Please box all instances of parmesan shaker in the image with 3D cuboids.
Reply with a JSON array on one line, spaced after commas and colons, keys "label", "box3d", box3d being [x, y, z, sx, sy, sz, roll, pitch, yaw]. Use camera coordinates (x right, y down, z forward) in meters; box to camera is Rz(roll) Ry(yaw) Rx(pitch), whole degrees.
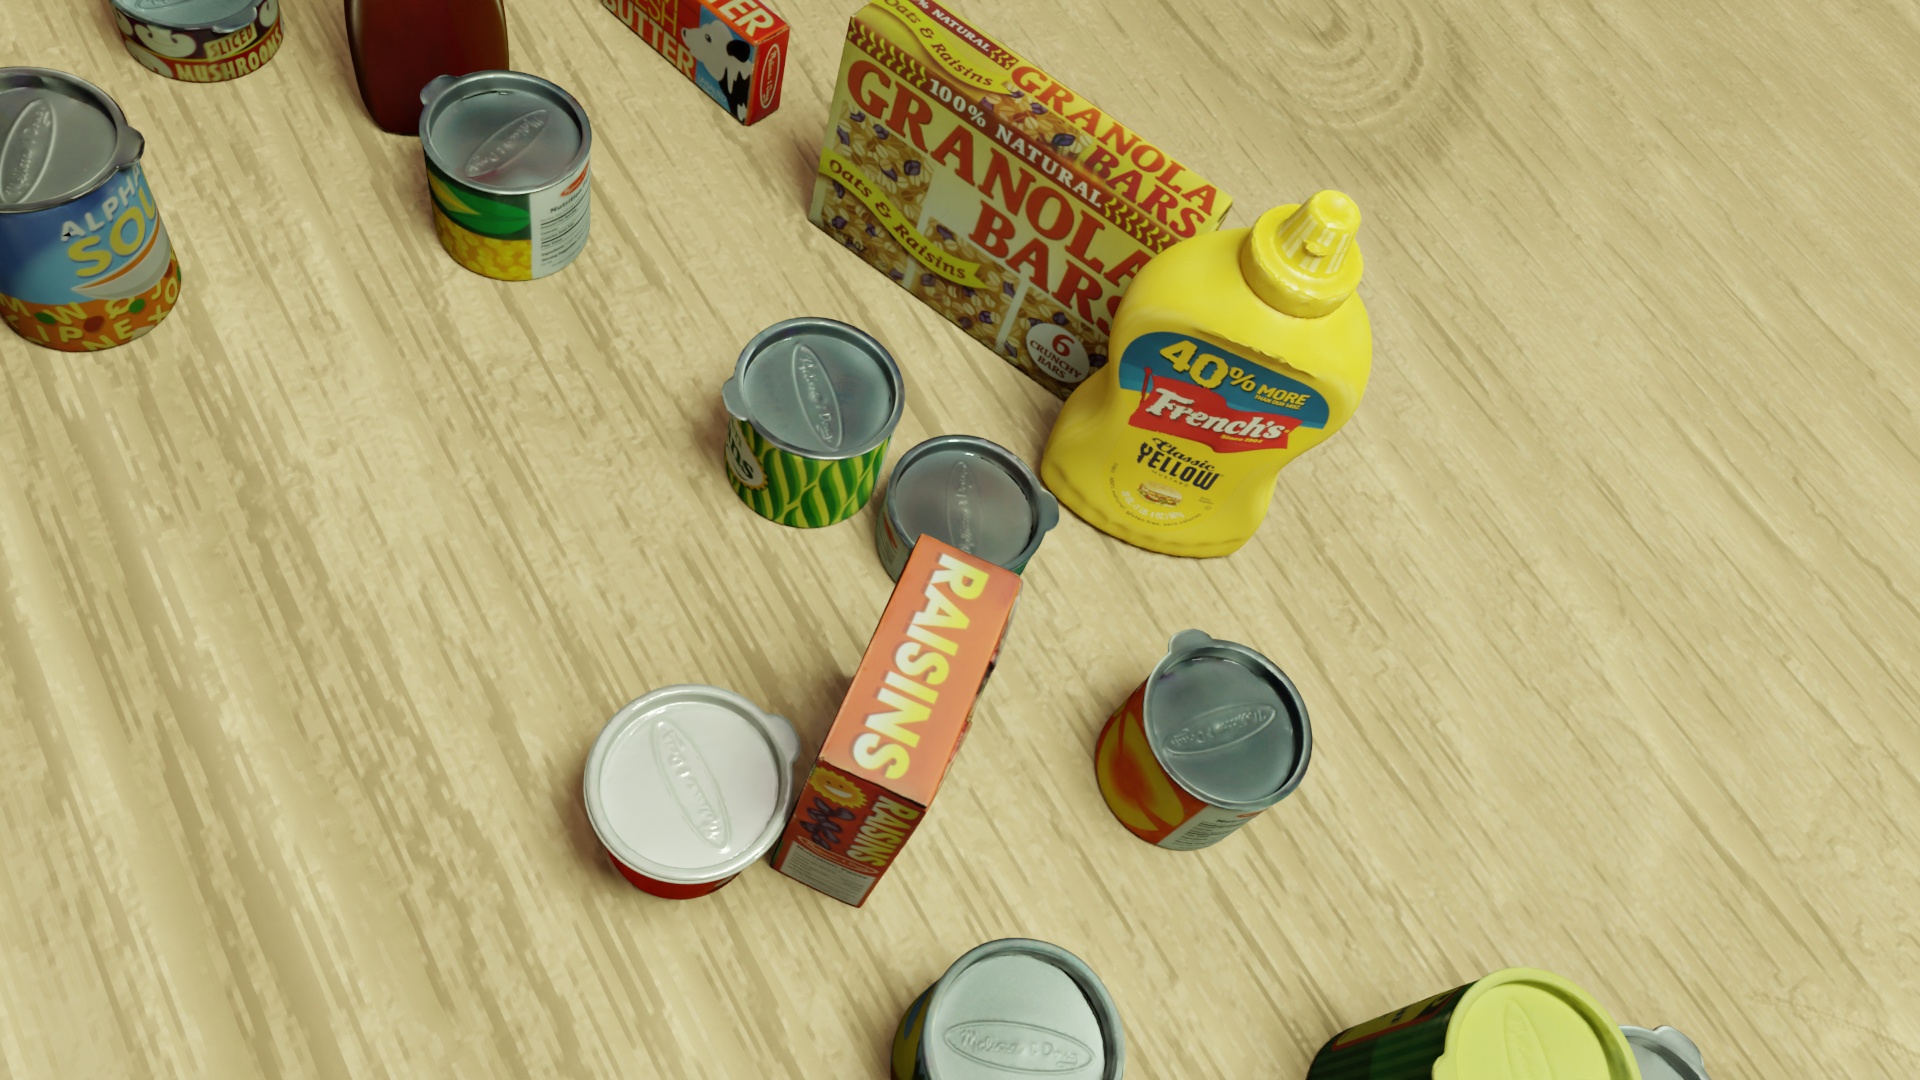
[{"label": "parmesan shaker", "box3d": [0.163, 0.186, 0.462, 0.071, 0.102, 0.071, 6, 61, -11]}]

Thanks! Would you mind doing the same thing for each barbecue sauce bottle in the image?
[{"label": "barbecue sauce bottle", "box3d": [-0.220, -0.233, 0.566, 0.065, 0.147, 0.044, -20, 69, -24]}]

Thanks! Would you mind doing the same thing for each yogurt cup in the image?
[{"label": "yogurt cup", "box3d": [-0.094, 0.090, 0.475, 0.072, 0.053, 0.073, 6, 60, -11]}]

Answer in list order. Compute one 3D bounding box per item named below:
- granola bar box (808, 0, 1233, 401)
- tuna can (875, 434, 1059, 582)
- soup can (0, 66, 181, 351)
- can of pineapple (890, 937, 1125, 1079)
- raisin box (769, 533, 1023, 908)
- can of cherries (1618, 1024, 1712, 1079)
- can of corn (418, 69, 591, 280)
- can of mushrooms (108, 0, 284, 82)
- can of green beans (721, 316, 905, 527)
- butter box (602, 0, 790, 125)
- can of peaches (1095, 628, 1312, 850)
[{"label": "granola bar box", "box3d": [0.019, -0.141, 0.593, 0.165, 0.123, 0.039, 36, 59, 6]}, {"label": "tuna can", "box3d": [0.002, -0.007, 0.567, 0.071, 0.032, 0.071, 6, 60, -11]}, {"label": "soup can", "box3d": [-0.329, -0.119, 0.511, 0.071, 0.083, 0.071, 6, 61, -11]}, {"label": "can of pineapple", "box3d": [0.013, 0.171, 0.456, 0.071, 0.057, 0.071, 6, 60, -11]}, {"label": "raisin box", "box3d": [-0.024, 0.065, 0.467, 0.040, 0.122, 0.086, 25, 59, -1]}, {"label": "can of cherries", "box3d": [0.227, 0.209, 0.492, 0.071, 0.058, 0.072, 6, 60, -11]}, {"label": "can of corn", "box3d": [-0.191, -0.153, 0.582, 0.071, 0.058, 0.071, 6, 60, -11]}, {"label": "can of mushrooms", "box3d": [-0.331, -0.232, 0.603, 0.071, 0.033, 0.071, 6, 60, -11]}, {"label": "can of green beans", "box3d": [-0.060, -0.046, 0.558, 0.071, 0.057, 0.071, 6, 60, -11]}, {"label": "butter box", "box3d": [-0.127, -0.248, 0.655, 0.103, 0.053, 0.024, 42, 60, 10]}, {"label": "can of peaches", "box3d": [0.090, 0.077, 0.529, 0.071, 0.057, 0.071, 6, 60, -11]}]
